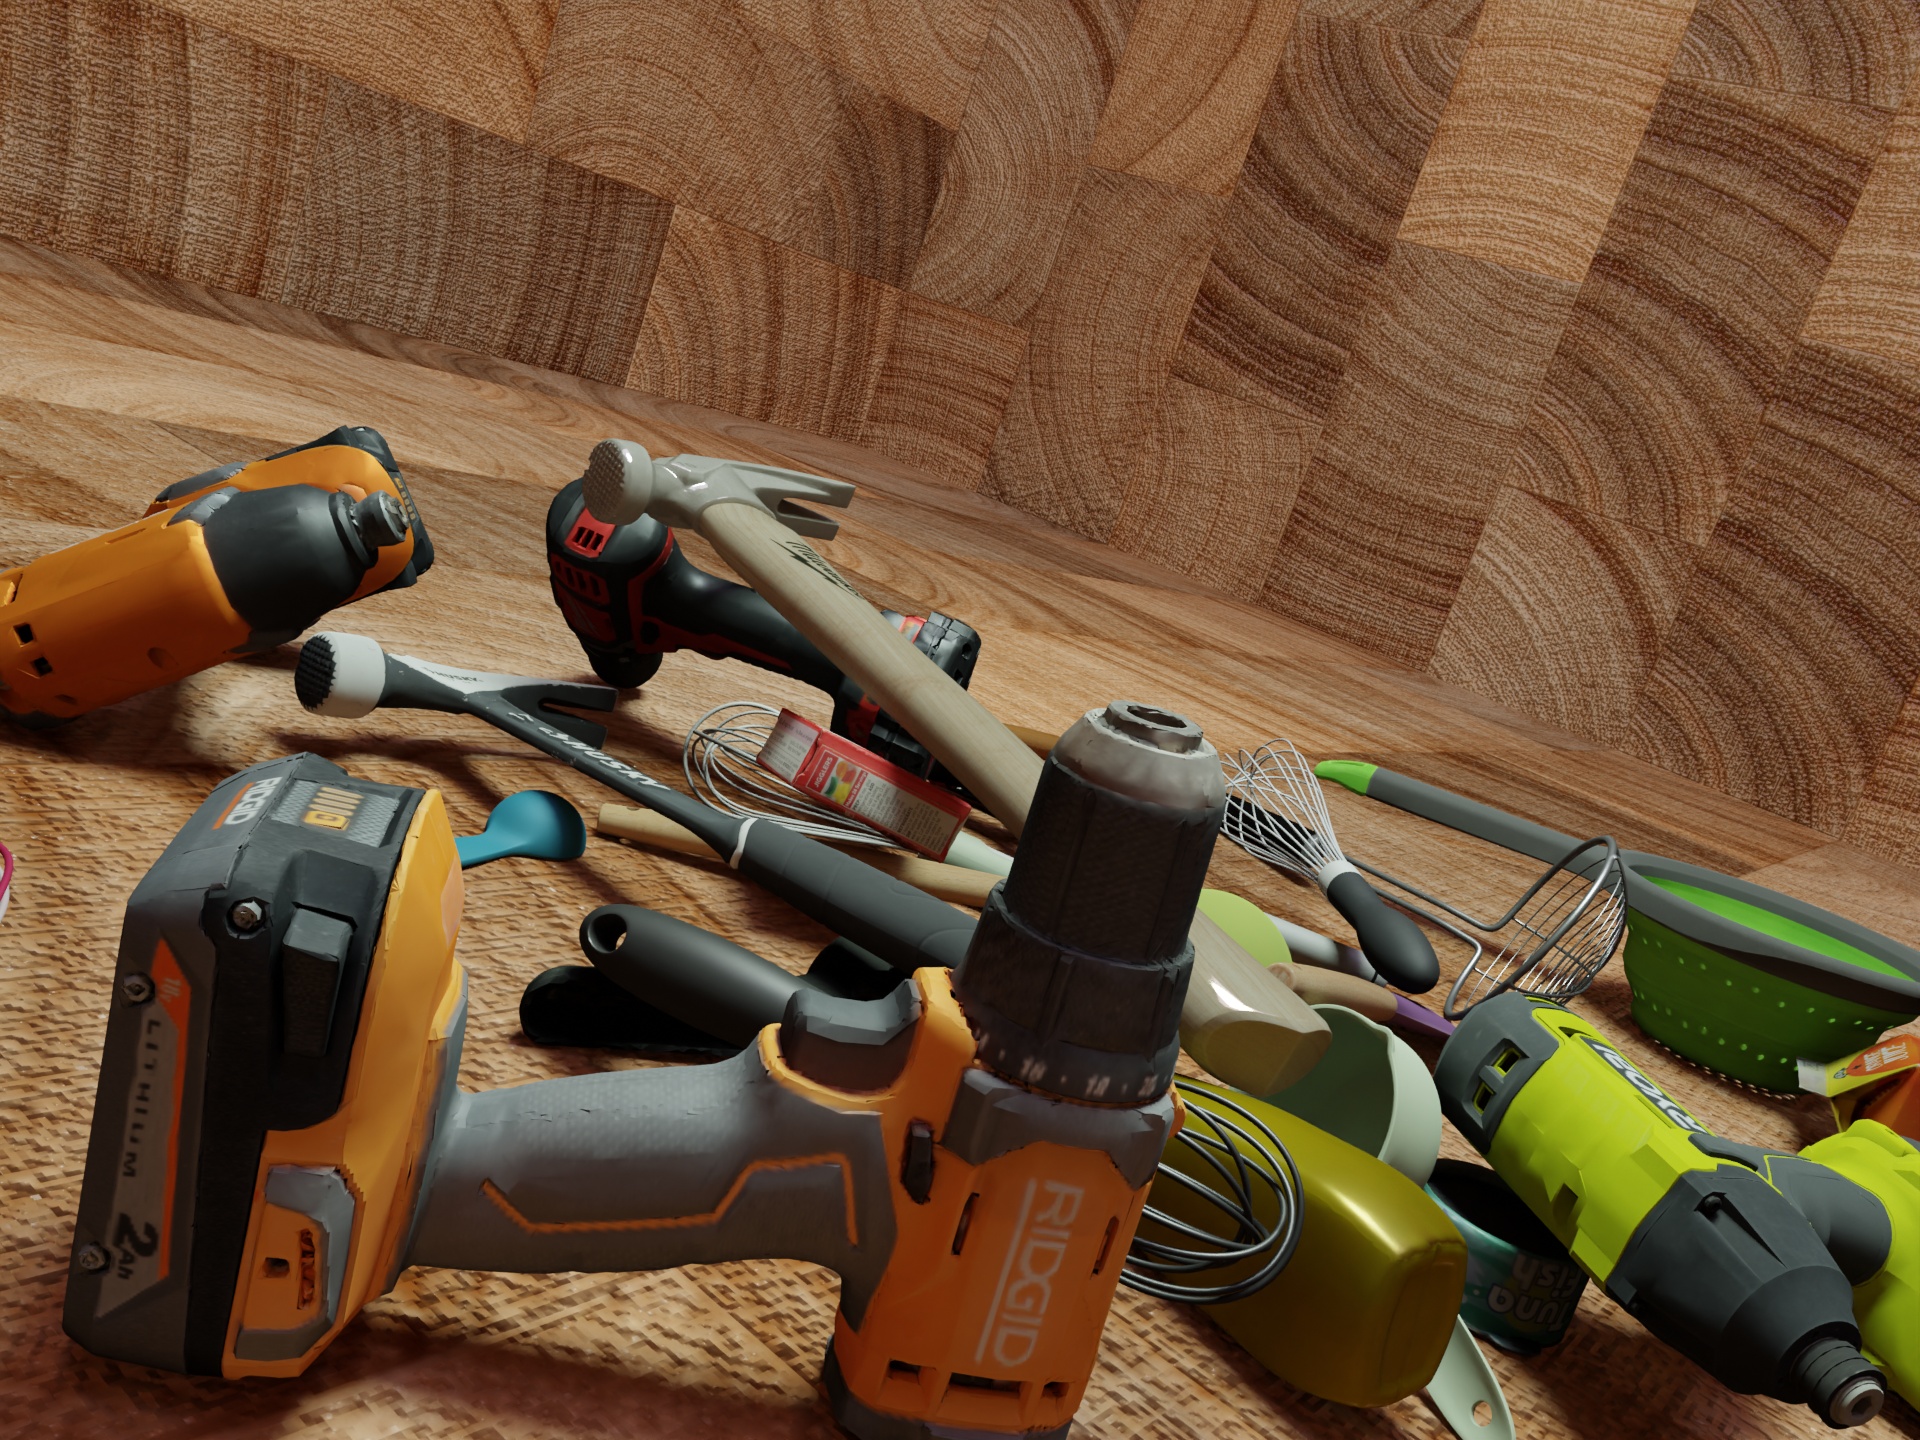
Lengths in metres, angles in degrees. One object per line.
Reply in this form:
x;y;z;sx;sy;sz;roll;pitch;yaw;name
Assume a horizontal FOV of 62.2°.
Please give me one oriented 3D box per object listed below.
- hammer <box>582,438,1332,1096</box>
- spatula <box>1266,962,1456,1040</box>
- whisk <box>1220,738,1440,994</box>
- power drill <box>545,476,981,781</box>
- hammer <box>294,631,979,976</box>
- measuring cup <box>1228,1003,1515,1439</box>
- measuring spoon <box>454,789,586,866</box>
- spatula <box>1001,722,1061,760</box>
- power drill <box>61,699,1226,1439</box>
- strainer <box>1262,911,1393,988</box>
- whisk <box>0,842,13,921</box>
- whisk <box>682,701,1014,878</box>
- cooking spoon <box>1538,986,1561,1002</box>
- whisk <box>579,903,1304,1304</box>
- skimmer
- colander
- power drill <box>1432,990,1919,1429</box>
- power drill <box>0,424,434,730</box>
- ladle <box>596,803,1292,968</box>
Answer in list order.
-0.001;-0.002;0.651;0.146;0.038;0.411;1;33;-45;hammer
0.181;0.125;0.696;0.060;0.018;0.315;25;0;29;spatula
0.200;0.076;0.882;0.070;0.070;0.285;16;16;-13;whisk
-0.114;-0.032;0.855;0.226;0.080;0.187;25;-23;3;power drill
-0.091;0.043;0.611;0.409;0.036;0.149;22;8;38;hammer
0.144;0.167;0.523;0.038;0.083;0.168;29;22;-32;measuring cup
-0.192;0.043;0.627;0.042;0.021;0.128;23;11;20;measuring spoon
0.081;0.014;1.071;0.081;0.041;0.322;26;6;29;spatula
-0.056;0.068;0.352;0.226;0.185;0.084;13;15;-13;power drill
0.124;0.098;0.822;0.258;0.050;0.087;22;-4;-12;strainer
-0.260;0.071;0.382;0.047;0.051;0.245;-10;29;-23;whisk
-0.023;0.056;0.776;0.246;0.059;0.057;24;-15;4;whisk
0.293;0.180;0.769;0.069;0.017;0.319;23;13;13;cooking spoon
-0.016;0.099;0.457;0.239;0.055;0.055;19;11;24;whisk
0.239;0.080;0.949;0.090;0.127;0.364;48;-11;-31;skimmer
0.396;0.129;0.971;0.397;0.094;0.204;21;11;20;colander
0.287;0.181;0.535;0.223;0.080;0.171;22;14;-24;power drill
-0.300;-0.071;0.687;0.164;0.084;0.227;-20;16;-1;power drill
-0.005;0.085;0.712;0.320;0.062;0.078;11;11;-4;ladle
